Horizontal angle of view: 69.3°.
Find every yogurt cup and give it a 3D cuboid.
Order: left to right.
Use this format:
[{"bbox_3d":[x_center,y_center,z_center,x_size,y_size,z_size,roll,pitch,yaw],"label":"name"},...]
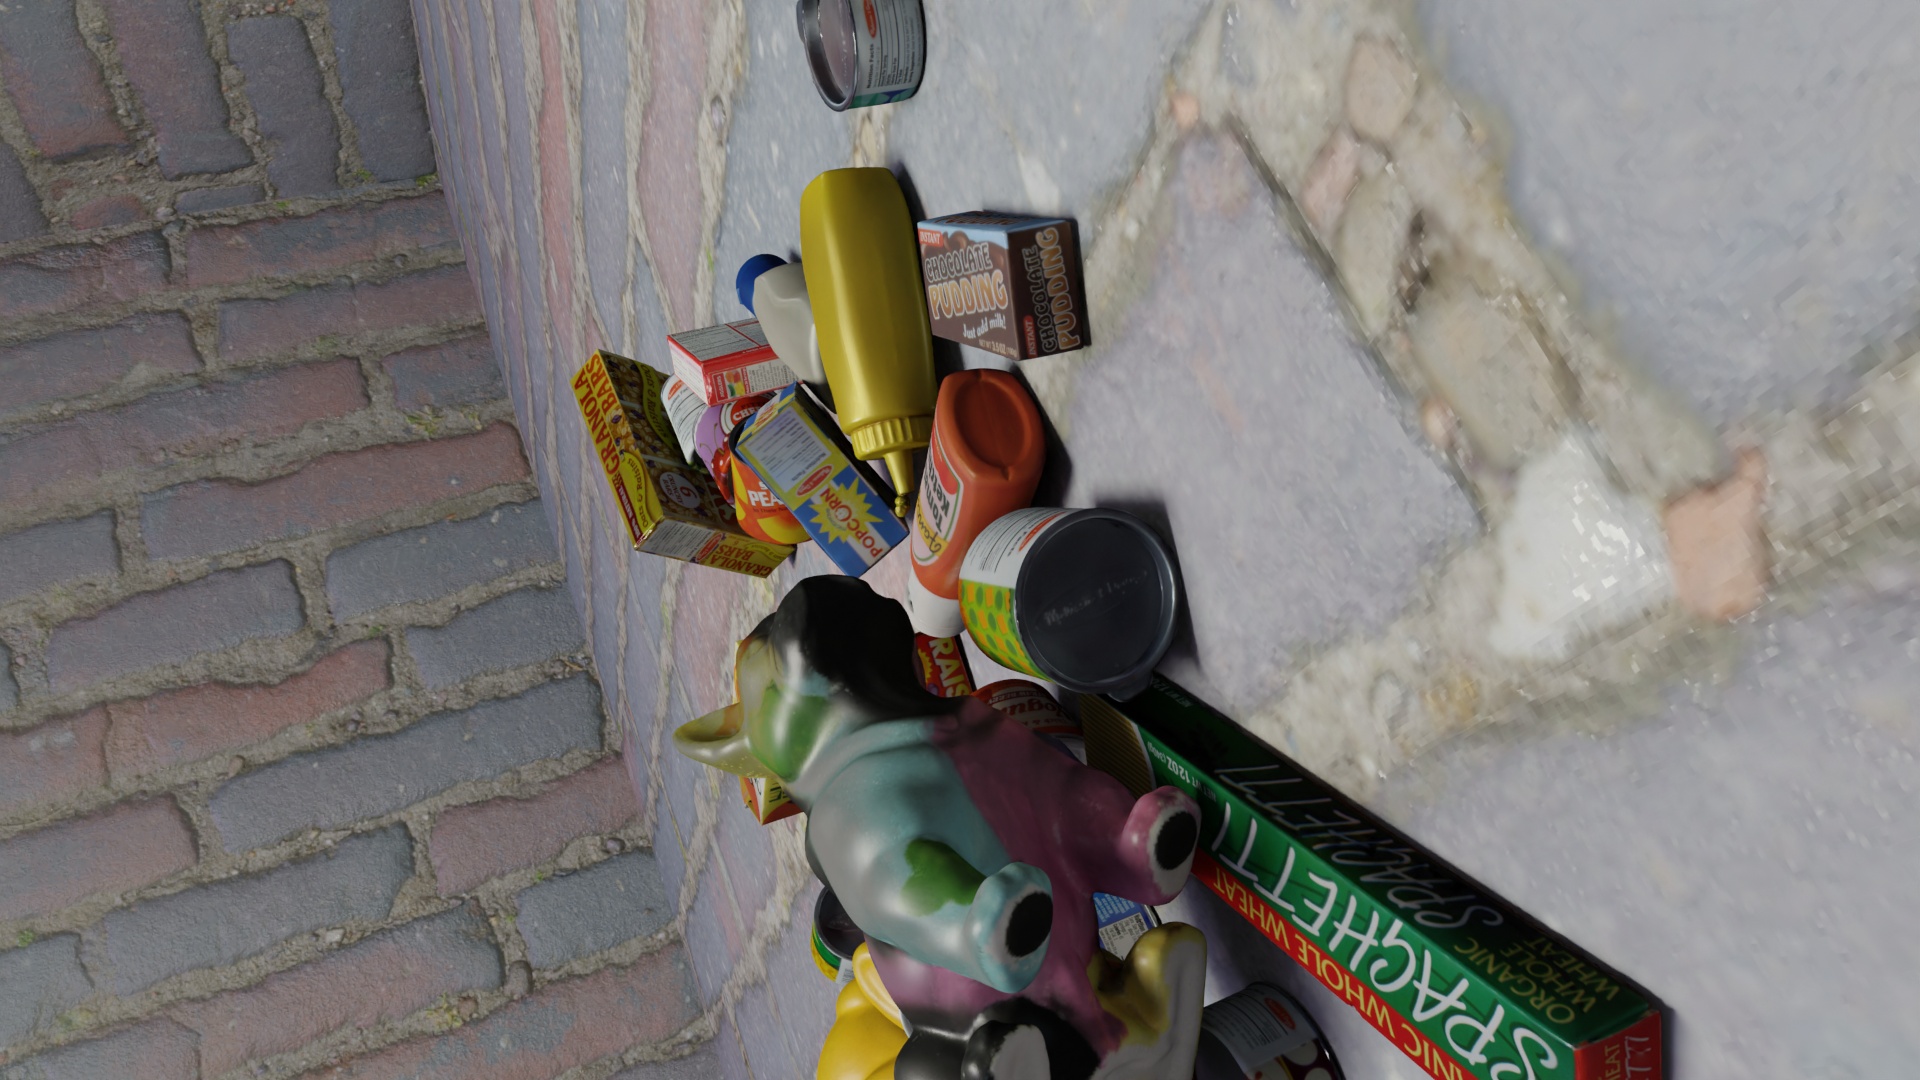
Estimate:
[{"bbox_3d":[0.026,0.098,0.610,0.054,0.072,0.072,-122,25,-54],"label":"yogurt cup"}]

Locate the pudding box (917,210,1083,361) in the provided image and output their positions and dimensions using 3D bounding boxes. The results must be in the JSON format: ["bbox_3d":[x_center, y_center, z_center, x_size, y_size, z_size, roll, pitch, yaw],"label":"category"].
[{"bbox_3d":[0.015,-0.101,0.542,0.084,0.030,0.049,-149,48,-61],"label":"pudding box"}]

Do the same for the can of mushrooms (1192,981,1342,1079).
[{"bbox_3d":[0.110,0.202,0.510,0.071,0.033,0.070,49,147,48],"label":"can of mushrooms"}]

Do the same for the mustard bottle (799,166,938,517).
[{"bbox_3d":[-0.039,-0.089,0.645,0.065,0.049,0.160,156,103,-72],"label":"mustard bottle"}]

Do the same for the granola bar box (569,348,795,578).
[{"bbox_3d":[-0.201,-0.055,1.005,0.039,0.124,0.166,-44,56,23],"label":"granola bar box"}]

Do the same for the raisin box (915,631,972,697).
[{"bbox_3d":[-0.015,0.112,0.759,0.123,0.040,0.086,71,160,4],"label":"raisin box"}]

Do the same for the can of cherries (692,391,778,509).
[{"bbox_3d":[-0.133,-0.061,0.899,0.058,0.072,0.071,53,150,44],"label":"can of cherries"}]

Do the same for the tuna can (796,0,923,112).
[{"bbox_3d":[-0.044,-0.222,0.602,0.071,0.033,0.070,-130,31,-47],"label":"tuna can"}]

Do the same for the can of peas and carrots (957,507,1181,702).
[{"bbox_3d":[0.040,0.023,0.516,0.058,0.071,0.071,-176,72,-69],"label":"can of peas and carrots"}]

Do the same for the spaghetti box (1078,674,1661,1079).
[{"bbox_3d":[0.111,0.105,0.445,0.250,0.029,0.050,-147,44,-61],"label":"spaghetti box"}]

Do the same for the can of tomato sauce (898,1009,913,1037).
[{"bbox_3d":[0.007,0.213,0.695,0.083,0.071,0.071,-33,-71,-83],"label":"can of tomato sauce"}]

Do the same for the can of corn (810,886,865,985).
[{"bbox_3d":[-0.073,0.274,0.987,0.058,0.071,0.071,104,144,-53],"label":"can of corn"}]

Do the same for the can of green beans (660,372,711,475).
[{"bbox_3d":[-0.168,-0.087,0.971,0.058,0.071,0.071,63,157,25],"label":"can of green beans"}]

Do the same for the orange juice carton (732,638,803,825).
[{"bbox_3d":[-0.120,0.142,1.004,0.191,0.072,0.073,104,145,-52],"label":"orange juice carton"}]

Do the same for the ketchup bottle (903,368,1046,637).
[{"bbox_3d":[0.002,-0.008,0.621,0.148,0.043,0.065,106,156,-55],"label":"ketchup bottle"}]

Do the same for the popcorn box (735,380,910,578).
[{"bbox_3d":[-0.070,-0.034,0.702,0.085,0.038,0.127,50,-178,-12],"label":"popcorn box"}]

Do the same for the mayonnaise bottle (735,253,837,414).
[{"bbox_3d":[-0.087,-0.123,0.773,0.148,0.041,0.064,46,152,53],"label":"mayonnaise bottle"}]

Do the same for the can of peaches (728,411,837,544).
[{"bbox_3d":[-0.105,-0.038,0.841,0.071,0.071,0.057,-126,28,-43],"label":"can of peaches"}]
